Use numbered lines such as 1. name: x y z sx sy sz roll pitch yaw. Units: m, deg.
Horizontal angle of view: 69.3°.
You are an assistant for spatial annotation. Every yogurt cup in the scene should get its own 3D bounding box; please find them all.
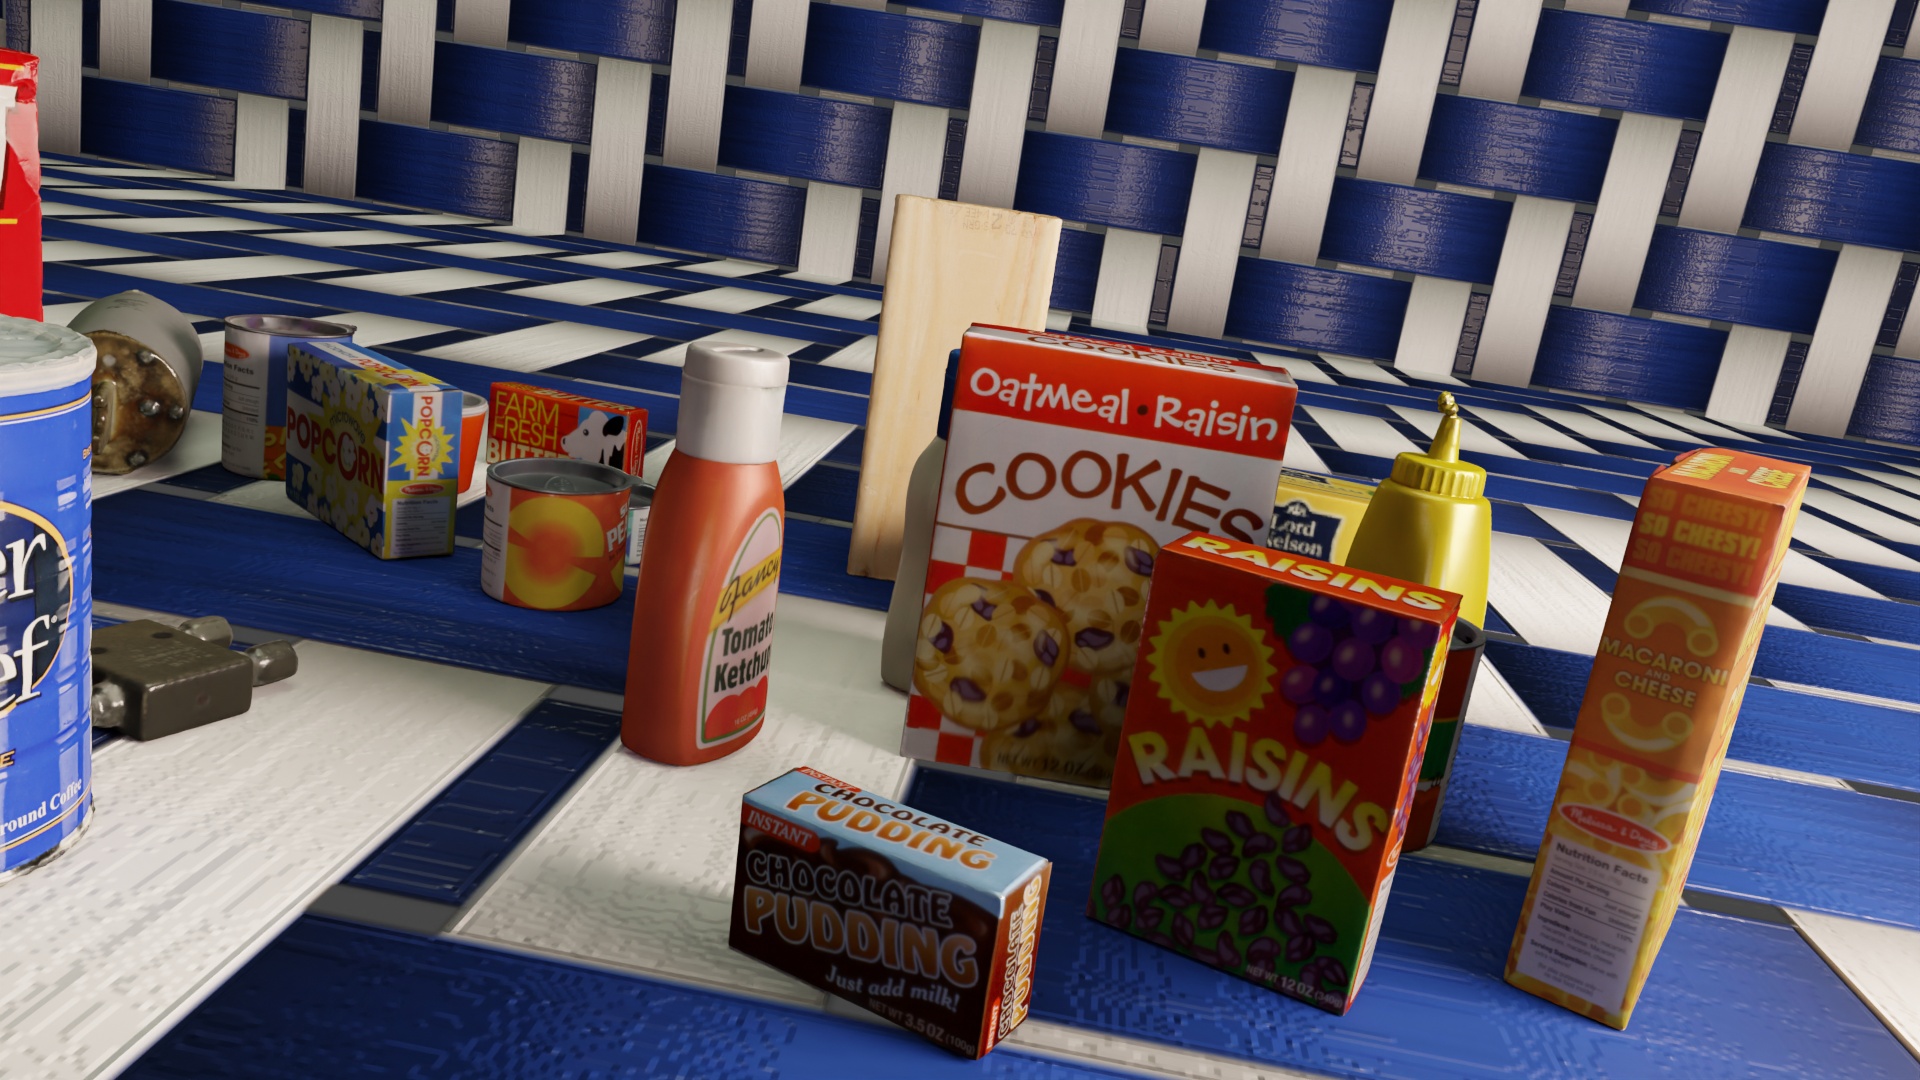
1. yogurt cup: -0.309 -0.057 0.800 0.072 0.053 0.072 8 14 -2

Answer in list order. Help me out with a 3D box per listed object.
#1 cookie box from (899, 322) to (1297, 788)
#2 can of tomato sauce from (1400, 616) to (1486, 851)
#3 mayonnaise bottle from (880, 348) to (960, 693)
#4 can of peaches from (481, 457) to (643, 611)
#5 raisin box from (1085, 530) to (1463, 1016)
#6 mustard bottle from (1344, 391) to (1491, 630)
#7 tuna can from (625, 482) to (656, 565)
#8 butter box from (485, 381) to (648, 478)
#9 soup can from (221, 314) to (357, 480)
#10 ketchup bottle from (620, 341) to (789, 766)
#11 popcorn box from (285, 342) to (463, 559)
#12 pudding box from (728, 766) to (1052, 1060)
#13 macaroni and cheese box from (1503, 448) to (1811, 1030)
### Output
1. cookie box: 0.050 0.008 0.533 0.123 0.167 0.040 9 14 1
2. can of tomato sauce: 0.157 0.068 0.537 0.071 0.083 0.071 8 14 -2
3. mayonnaise bottle: 0.002 -0.008 0.605 0.041 0.147 0.065 18 17 34
4. can of peaches: -0.189 -0.004 0.657 0.071 0.058 0.071 8 14 -2
5. raisin box: 0.093 0.067 0.421 0.086 0.123 0.040 15 15 25
6. mustard bottle: 0.206 0.013 0.623 0.049 0.159 0.065 -1 17 -35
7. tuna can: -0.192 -0.012 0.736 0.071 0.032 0.071 8 14 -2
8. butter box: -0.247 -0.065 0.868 0.103 0.053 0.024 13 15 17
9. soup can: -0.381 -0.082 0.792 0.071 0.083 0.071 8 14 -2
10. ketchup bottle: -0.090 0.003 0.506 0.043 0.148 0.065 14 15 20
11. popcorn box: -0.302 -0.049 0.708 0.127 0.085 0.038 21 19 41
12. pudding box: -0.020 0.099 0.379 0.084 0.049 0.030 16 16 26
13. macaroni and cheese box: 0.231 0.057 0.457 0.040 0.166 0.124 17 16 31
